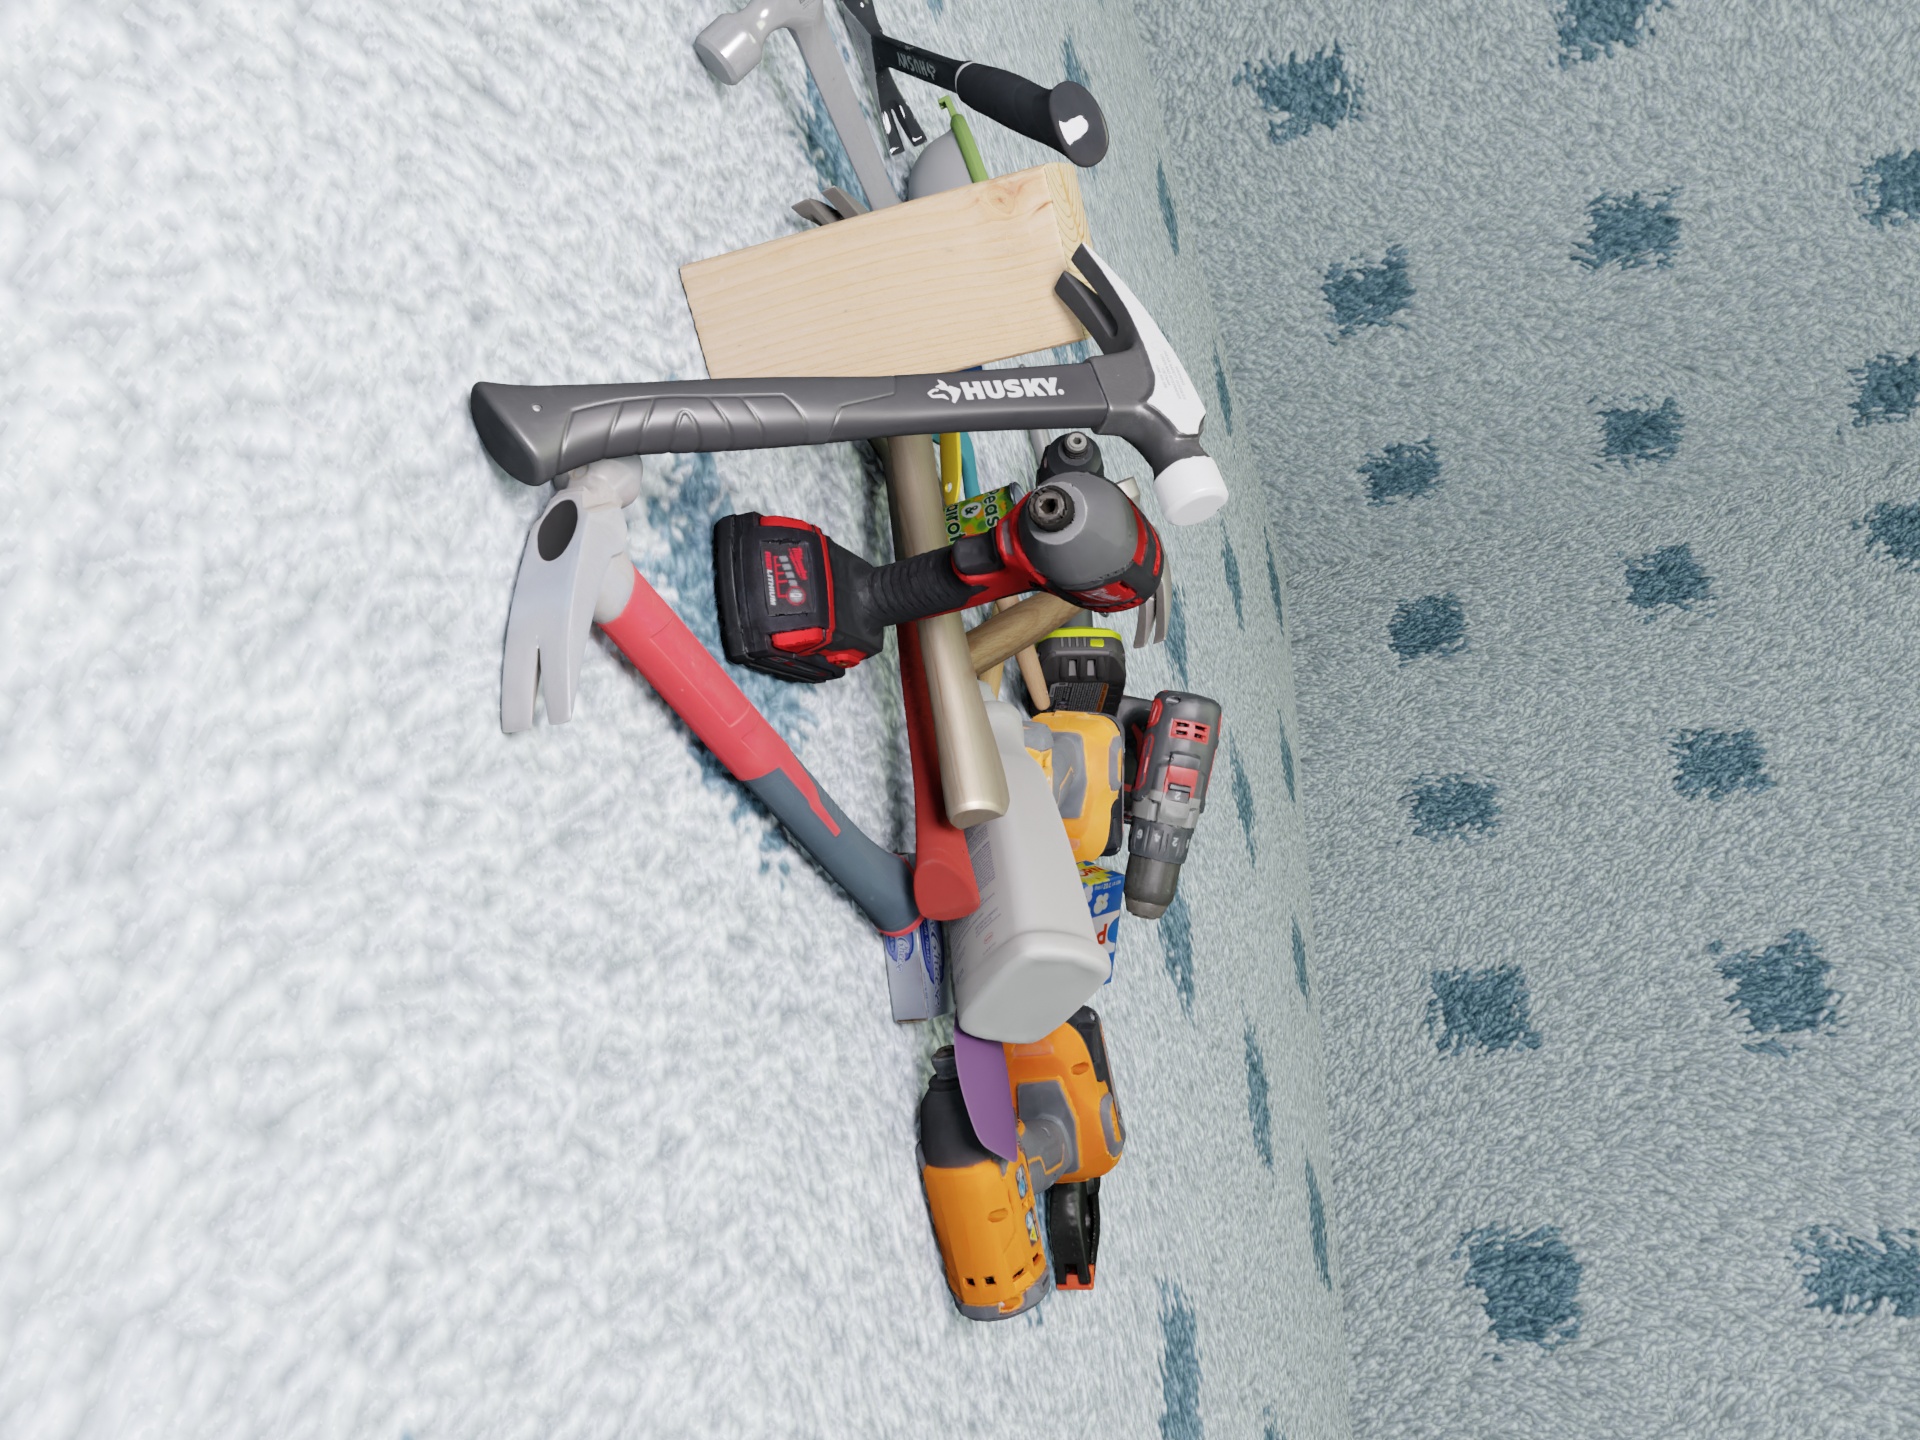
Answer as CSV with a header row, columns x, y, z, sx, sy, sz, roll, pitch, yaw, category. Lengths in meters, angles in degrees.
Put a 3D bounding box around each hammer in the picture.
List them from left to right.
x,y,z,sx,sy,sz,roll,pitch,yaw,category
-0.102,0.033,0.799,0.385,0.038,0.143,56,31,-52,hammer
-0.044,-0.143,0.705,0.035,0.334,0.146,-52,-128,56,hammer
-0.047,-0.355,1.087,0.035,0.144,0.405,41,-8,27,hammer
-0.029,-0.133,0.970,0.146,0.038,0.411,33,42,-58,hammer
-0.024,-0.040,1.018,0.149,0.037,0.359,52,26,-56,hammer
-0.001,-0.416,1.045,0.409,0.036,0.149,54,-13,54,hammer
0.068,-0.081,1.201,0.331,0.031,0.130,-33,102,-47,hammer

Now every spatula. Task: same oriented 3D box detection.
x,y,z,sx,sy,sz,roll,pitch,yaw,category
0.003,0.130,1.017,0.059,0.018,0.316,42,29,-41,spatula
0.010,-0.138,1.217,0.082,0.044,0.317,-71,146,-53,spatula

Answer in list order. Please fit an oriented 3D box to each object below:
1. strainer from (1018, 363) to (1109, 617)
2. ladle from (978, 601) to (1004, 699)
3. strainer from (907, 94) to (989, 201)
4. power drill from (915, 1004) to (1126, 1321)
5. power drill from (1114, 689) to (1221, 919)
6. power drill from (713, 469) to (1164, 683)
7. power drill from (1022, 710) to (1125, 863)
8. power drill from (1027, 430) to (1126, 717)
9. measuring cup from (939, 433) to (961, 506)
x,y,z,sx,sy,sz,roll,pitch,yaw,category
0.087,-0.218,1.517,0.087,0.050,0.258,149,-72,-68,strainer
0.029,-0.074,1.288,0.069,0.031,0.316,69,22,-43,ladle
0.005,-0.365,1.232,0.257,0.069,0.151,-101,169,-49,strainer
0.037,0.264,1.046,0.226,0.084,0.164,-27,105,-68,power drill
0.159,0.065,1.378,0.227,0.080,0.188,-154,-105,-83,power drill
-0.011,-0.080,0.837,0.143,0.219,0.078,19,63,-71,power drill
0.063,0.084,1.211,0.226,0.084,0.185,-16,108,-69,power drill
0.096,-0.125,1.366,0.171,0.080,0.223,92,-3,-72,power drill
-0.019,-0.225,1.118,0.029,0.062,0.157,5,74,-37,measuring cup
